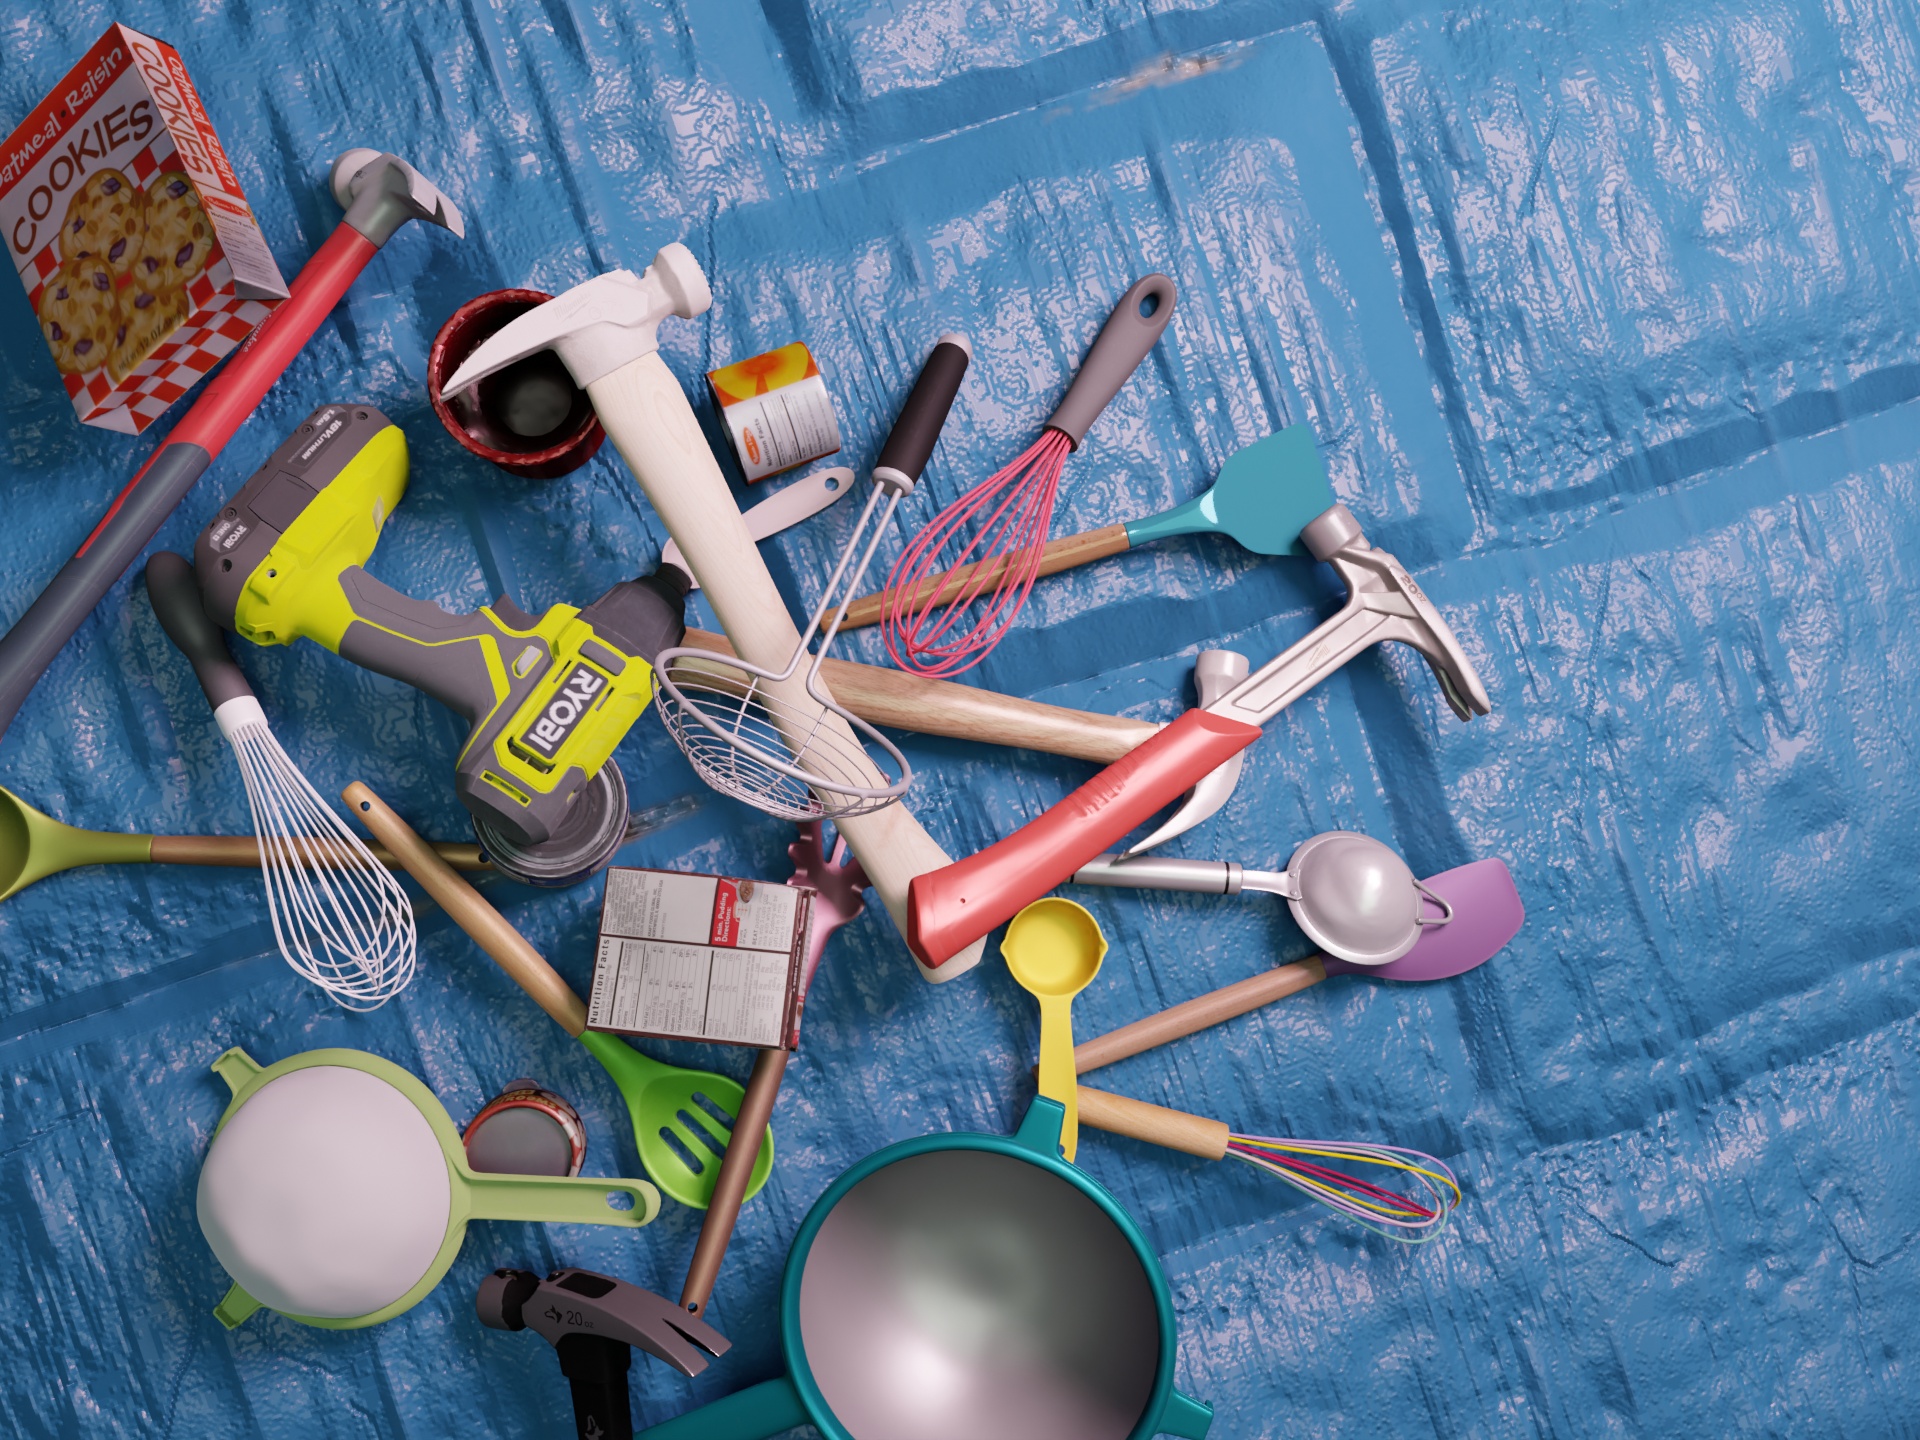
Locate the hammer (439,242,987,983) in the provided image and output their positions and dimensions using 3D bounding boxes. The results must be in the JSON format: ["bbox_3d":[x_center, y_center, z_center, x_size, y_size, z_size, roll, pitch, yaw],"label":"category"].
[{"bbox_3d":[-0.109,-0.034,0.839,0.146,0.038,0.410,-32,101,-16],"label":"hammer"}]

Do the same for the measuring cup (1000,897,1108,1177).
[{"bbox_3d":[0.053,0.180,0.912,0.062,0.029,0.156,0,84,-5],"label":"measuring cup"}]

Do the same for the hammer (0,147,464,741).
[{"bbox_3d":[-0.403,-0.134,0.831,0.386,0.143,0.038,-52,132,-1],"label":"hammer"}]

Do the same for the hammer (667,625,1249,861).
[{"bbox_3d":[-0.001,-0.003,0.908,0.331,0.031,0.130,11,74,-4],"label":"hammer"}]

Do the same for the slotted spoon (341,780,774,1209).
[{"bbox_3d":[-0.222,0.149,0.874,0.070,0.031,0.313,-45,98,-12],"label":"slotted spoon"}]

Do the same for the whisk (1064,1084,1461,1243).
[{"bbox_3d":[0.173,0.255,0.927,0.245,0.047,0.051,15,74,-2],"label":"whisk"}]

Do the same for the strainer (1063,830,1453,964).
[{"bbox_3d":[0.166,0.093,0.925,0.258,0.050,0.087,4,57,-1],"label":"strainer"}]

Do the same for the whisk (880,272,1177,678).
[{"bbox_3d":[0.046,-0.145,0.899,0.073,0.073,0.296,35,71,-5],"label":"whisk"}]

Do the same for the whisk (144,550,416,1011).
[{"bbox_3d":[-0.366,0.027,0.837,0.070,0.070,0.285,-31,76,-7],"label":"whisk"}]

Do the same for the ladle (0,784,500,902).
[{"bbox_3d":[-0.407,0.070,0.851,0.320,0.062,0.078,2,86,-10],"label":"ladle"}]

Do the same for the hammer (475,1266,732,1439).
[{"bbox_3d":[-0.177,0.463,0.854,0.146,0.035,0.335,-3,95,27],"label":"hammer"}]

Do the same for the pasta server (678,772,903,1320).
[{"bbox_3d":[-0.101,0.177,0.875,0.060,0.040,0.316,19,78,-5],"label":"pasta server"}]

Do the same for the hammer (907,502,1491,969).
[{"bbox_3d":[0.124,0.029,0.879,0.359,0.036,0.149,-35,87,-16],"label":"hammer"}]

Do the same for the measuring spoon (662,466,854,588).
[{"bbox_3d":[-0.115,-0.113,0.916,0.124,0.018,0.034,-30,91,-14],"label":"measuring spoon"}]

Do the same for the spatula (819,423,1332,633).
[{"bbox_3d":[0.071,-0.098,0.933,0.317,0.044,0.082,-16,92,-3],"label":"spatula"}]

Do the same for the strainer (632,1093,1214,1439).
[{"bbox_3d":[-0.041,0.342,0.881,0.340,0.095,0.211,-27,90,13],"label":"strainer"}]

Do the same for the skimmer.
[{"bbox_3d":[-0.043,-0.096,0.797,0.127,0.090,0.364,26,53,-7],"label":"skimmer"}]

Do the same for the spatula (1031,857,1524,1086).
[{"bbox_3d":[0.191,0.157,0.941,0.316,0.018,0.060,-19,84,-8],"label":"spatula"}]

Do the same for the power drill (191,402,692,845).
[{"bbox_3d":[-0.267,-0.061,0.845,0.223,0.080,0.171,33,67,-2],"label":"power drill"}]

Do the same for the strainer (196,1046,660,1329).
[{"bbox_3d":[-0.288,0.252,0.822,0.256,0.069,0.151,0,90,9],"label":"strainer"}]
